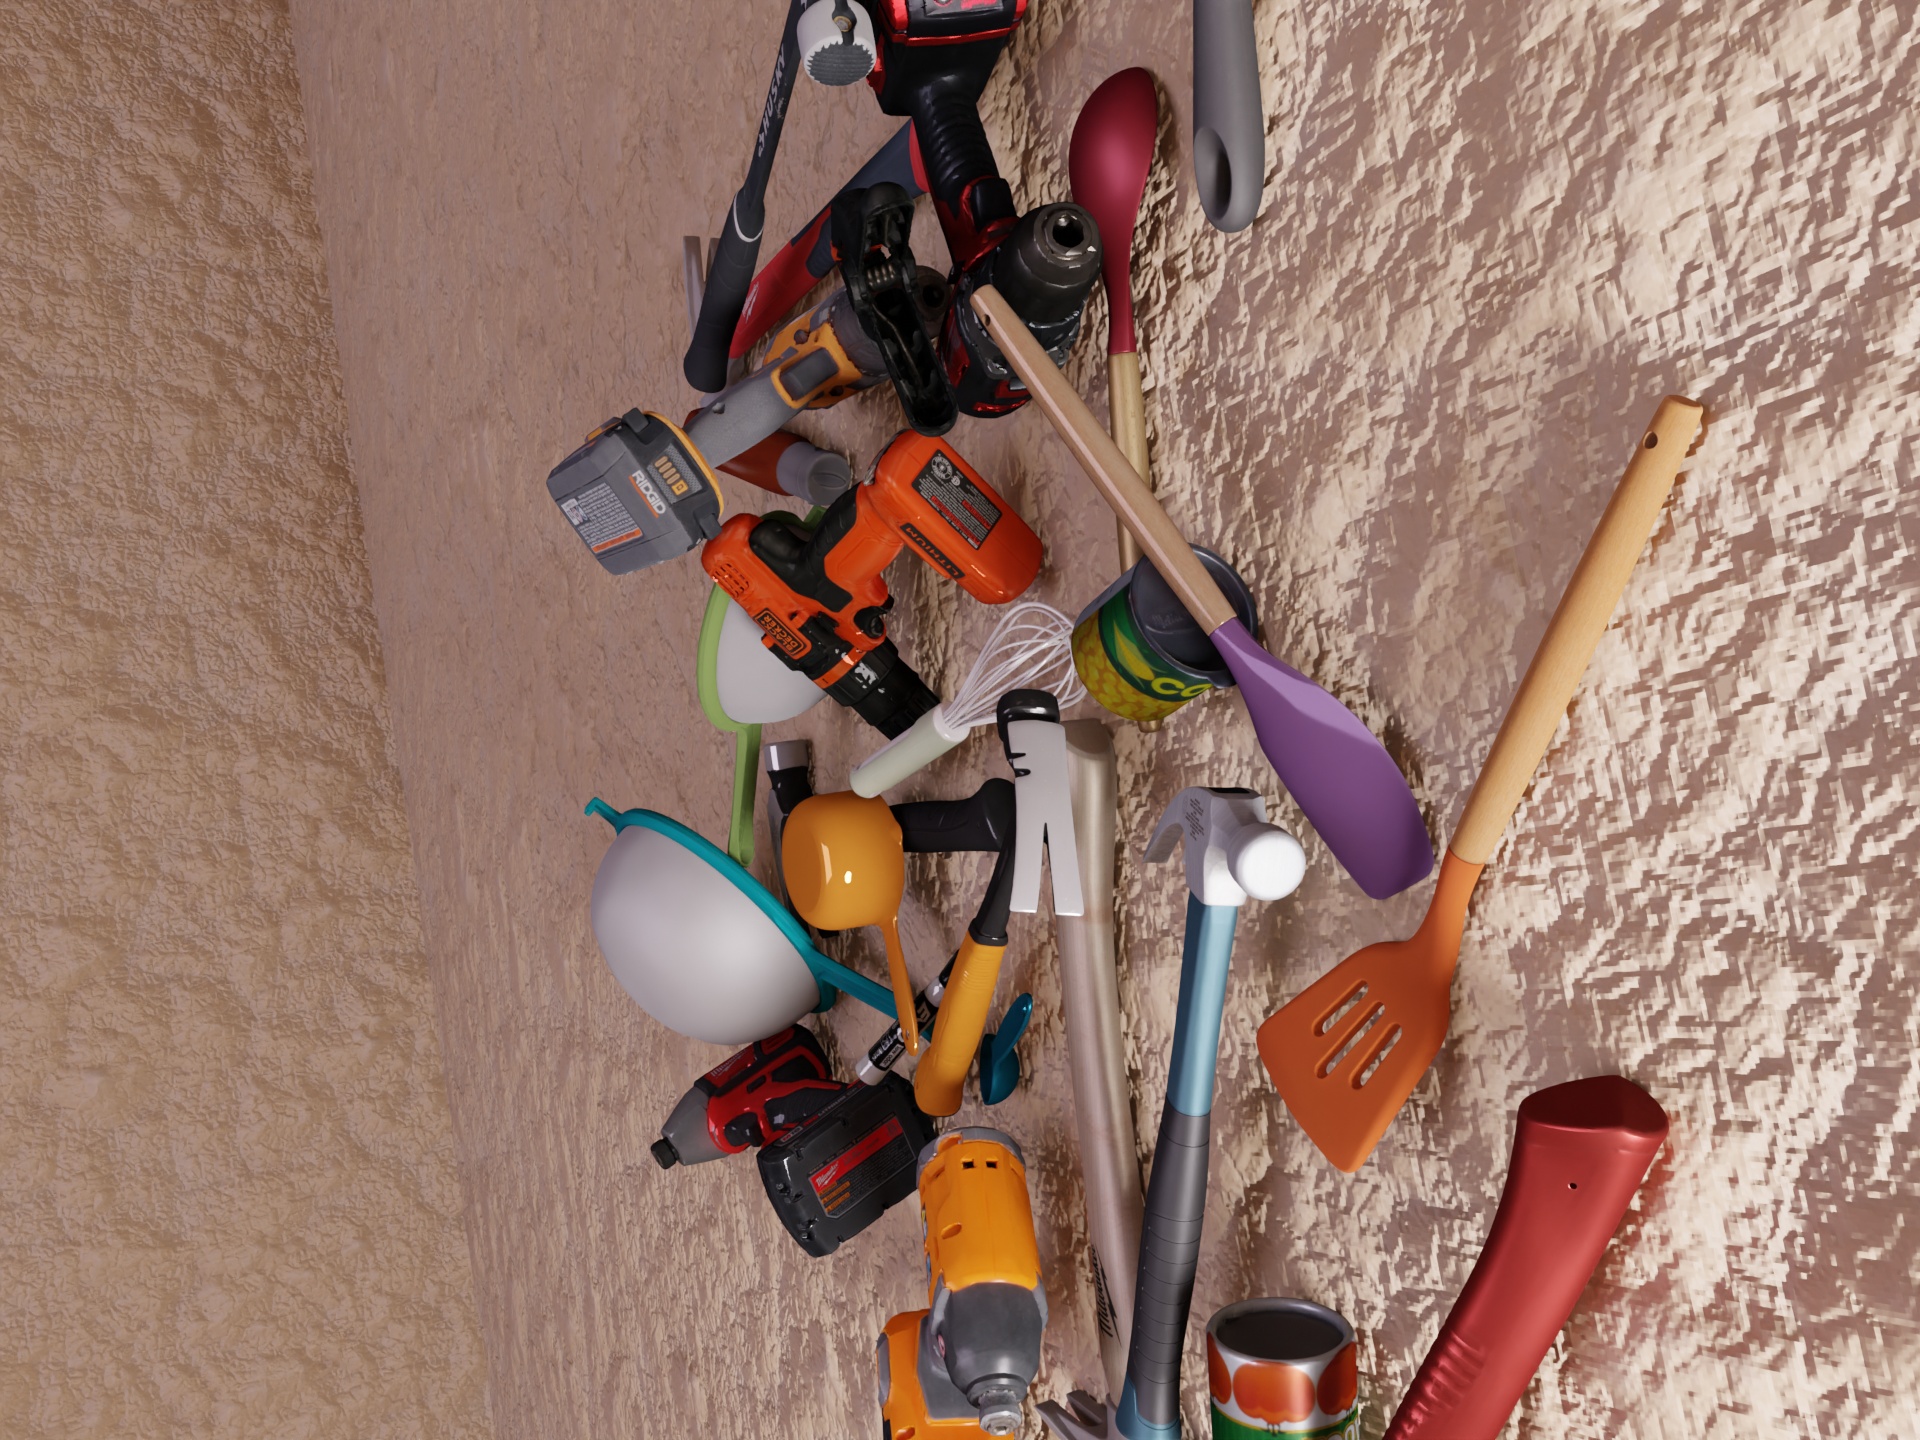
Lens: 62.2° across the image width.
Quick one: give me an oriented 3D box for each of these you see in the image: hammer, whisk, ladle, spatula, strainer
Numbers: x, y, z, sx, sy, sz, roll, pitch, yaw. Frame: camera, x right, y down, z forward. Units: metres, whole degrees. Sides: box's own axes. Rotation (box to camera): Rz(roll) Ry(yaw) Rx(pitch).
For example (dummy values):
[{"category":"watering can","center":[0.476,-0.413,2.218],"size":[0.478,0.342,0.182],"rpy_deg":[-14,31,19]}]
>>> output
[{"category":"hammer","center":[-0.125,-0.318,0.944],"size":[0.409,0.036,0.149],"rpy_deg":[131,131,-64]},{"category":"hammer","center":[0.012,0.136,0.872],"size":[0.336,0.034,0.127],"rpy_deg":[104,167,-49]},{"category":"hammer","center":[0.071,0.205,0.852],"size":[0.146,0.038,0.410],"rpy_deg":[-2,94,62]},{"category":"hammer","center":[-0.048,0.076,1.035],"size":[0.335,0.035,0.146],"rpy_deg":[-9,88,61]},{"category":"whisk","center":[-0.001,-0.003,0.894],"size":[0.059,0.058,0.246],"rpy_deg":[55,143,0]},{"category":"hammer","center":[-0.101,-0.317,1.037],"size":[0.386,0.038,0.143],"rpy_deg":[-16,81,61]},{"category":"ladle","center":[0.080,-0.150,0.766],"size":[0.069,0.031,0.315],"rpy_deg":[-168,71,-66]},{"category":"whisk","center":[0.104,-0.353,0.650],"size":[0.073,0.073,0.295],"rpy_deg":[21,121,58]},{"category":"spatula","center":[0.098,-0.062,0.676],"size":[0.316,0.018,0.059],"rpy_deg":[55,144,10]},{"category":"strainer","center":[-0.115,-0.009,1.062],"size":[0.069,0.151,0.256],"rpy_deg":[15,113,16]},{"category":"hammer","center":[0.103,0.188,0.731],"size":[0.128,0.033,0.331],"rpy_deg":[-119,32,-73]},{"category":"strainer","center":[-0.154,0.184,1.116],"size":[0.341,0.095,0.210],"rpy_deg":[18,146,43]},{"category":"spatula","center":[0.191,0.031,0.591],"size":[0.081,0.041,0.322],"rpy_deg":[-121,37,-49]},{"category":"hammer","center":[0.191,0.293,0.620],"size":[0.149,0.037,0.359],"rpy_deg":[23,114,12]}]

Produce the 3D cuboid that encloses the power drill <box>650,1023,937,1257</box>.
[{"category":"power drill","center":[-0.123,0.284,1.104],"size":[0.220,0.143,0.078],"rpy_deg":[3,120,59]}]

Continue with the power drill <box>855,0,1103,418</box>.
[{"category":"power drill","center":[0.012,-0.274,0.768],"size":[0.188,0.080,0.227],"rpy_deg":[149,109,-78]}]

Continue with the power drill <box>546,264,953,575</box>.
[{"category":"power drill","center":[-0.113,-0.182,0.918],"size":[0.084,0.226,0.185],"rpy_deg":[56,156,-16]}]

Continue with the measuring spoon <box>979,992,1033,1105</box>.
[{"category":"measuring spoon","center":[0.033,0.185,0.909],"size":[0.128,0.021,0.042],"rpy_deg":[110,160,-56]}]

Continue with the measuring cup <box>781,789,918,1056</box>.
[{"category":"measuring cup","center":[-0.067,0.127,0.988],"size":[0.095,0.052,0.174],"rpy_deg":[-44,56,54]}]

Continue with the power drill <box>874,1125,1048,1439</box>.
[{"category":"power drill","center":[0.003,0.364,0.904],"size":[0.164,0.084,0.226],"rpy_deg":[-99,13,-51]}]
